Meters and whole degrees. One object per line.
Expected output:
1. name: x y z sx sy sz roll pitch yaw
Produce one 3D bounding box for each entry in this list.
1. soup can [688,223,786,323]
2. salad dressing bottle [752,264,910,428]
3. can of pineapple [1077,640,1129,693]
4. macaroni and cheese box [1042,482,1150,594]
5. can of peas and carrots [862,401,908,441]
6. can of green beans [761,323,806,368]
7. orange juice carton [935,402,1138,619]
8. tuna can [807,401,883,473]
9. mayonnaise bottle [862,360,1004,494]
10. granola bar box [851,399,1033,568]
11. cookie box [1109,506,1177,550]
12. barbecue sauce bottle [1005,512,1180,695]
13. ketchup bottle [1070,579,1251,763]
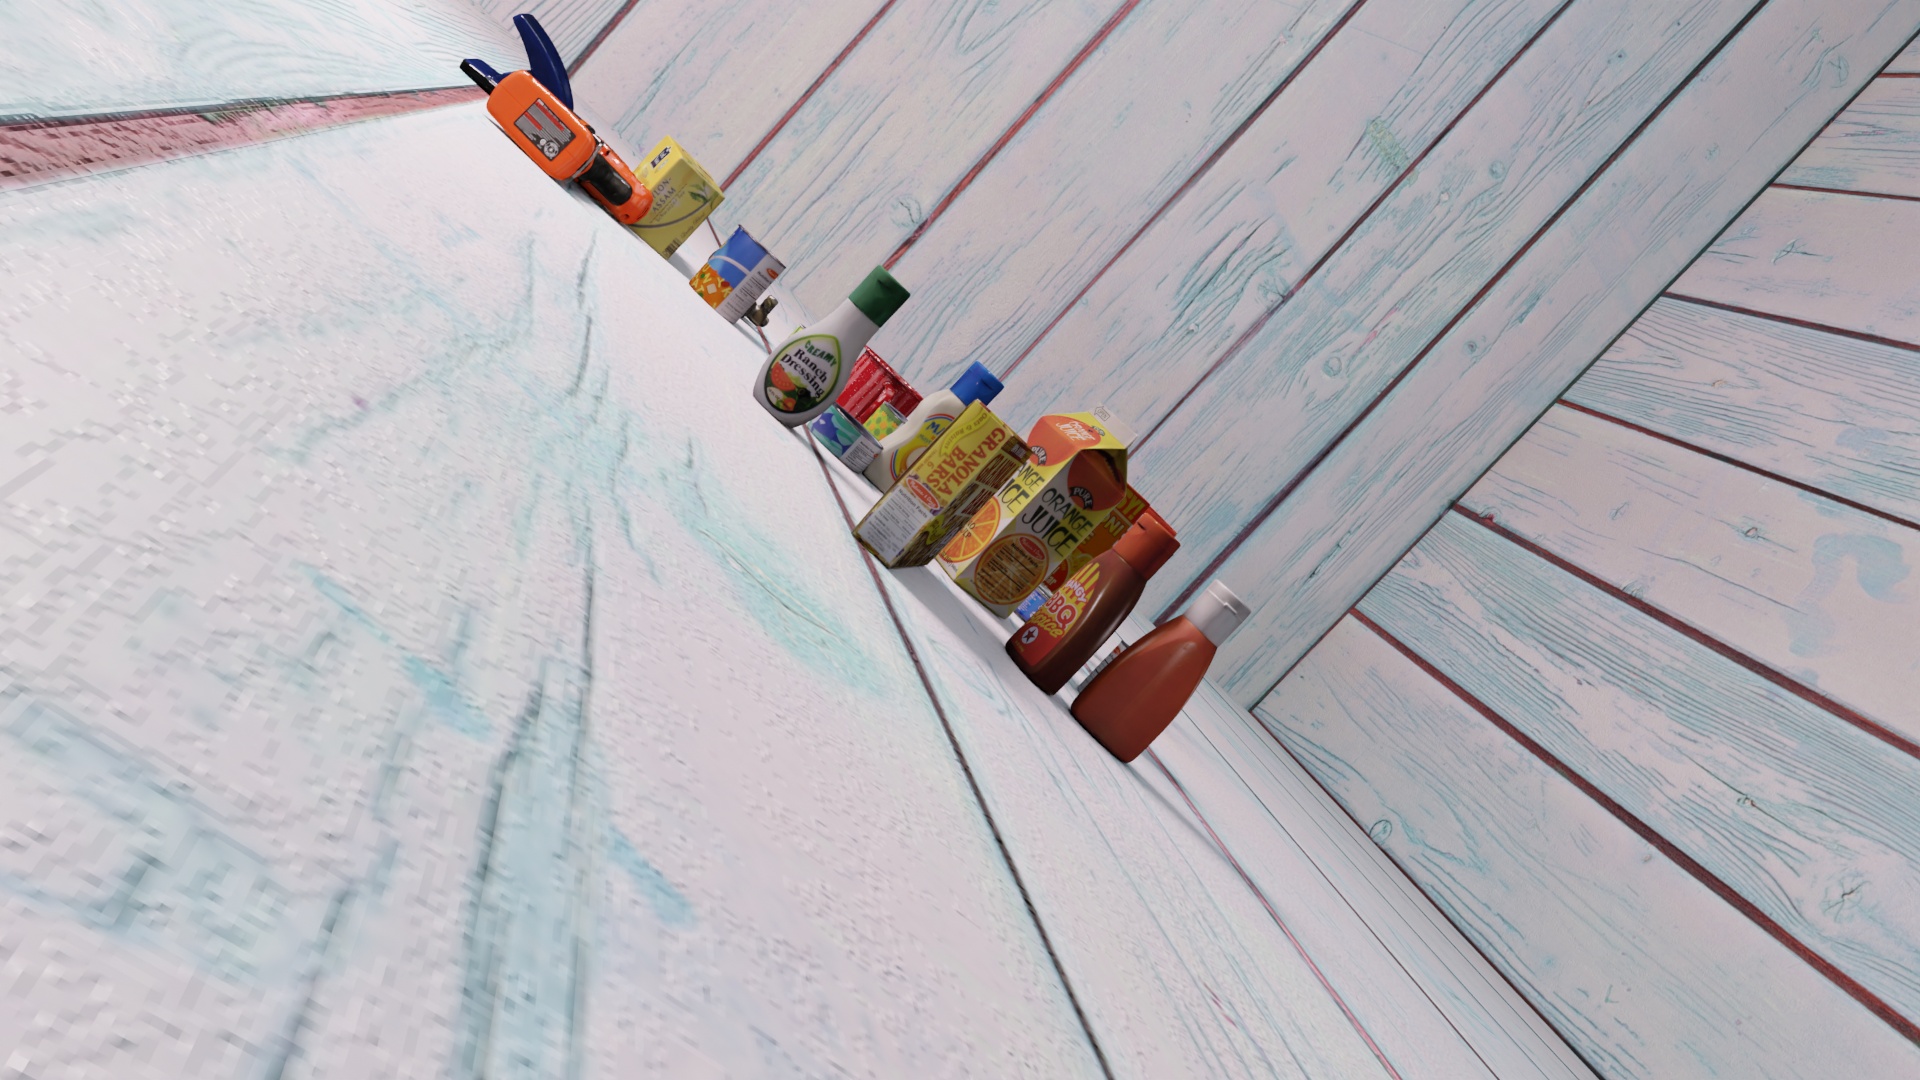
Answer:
1. soup can: -0.240 -0.285 1.482 0.071 0.083 0.071 43 5 -4
2. salad dressing bottle: -0.103 -0.158 1.126 0.064 0.147 0.044 43 4 -3
3. can of pineapple: 0.144 0.130 1.195 0.071 0.058 0.071 43 5 -4
4. macaroni and cheese box: 0.096 -0.018 1.432 0.123 0.166 0.040 41 5 -25
5. can of peas and carrots: -0.071 -0.096 1.378 0.071 0.058 0.071 43 5 -4
6. can of green beans: -0.151 -0.168 1.352 0.071 0.058 0.071 43 5 -4
7. orange juice carton: 0.068 -0.034 1.179 0.073 0.192 0.072 40 5 -37
8. tuna can: -0.105 -0.095 1.246 0.071 0.033 0.071 43 5 -4
9. mayonnaise bottle: -0.023 -0.100 1.281 0.064 0.148 0.041 42 5 -22
10. granola bar box: -0.009 -0.038 0.999 0.039 0.124 0.165 44 5 6
11. cookie box: 0.142 0.010 1.556 0.123 0.167 0.040 42 5 -21
12. barbecue sauce bottle: 0.101 0.045 1.038 0.043 0.148 0.065 41 5 -28
13. ketchup bottle: 0.154 0.094 1.039 0.064 0.148 0.043 43 4 -7
